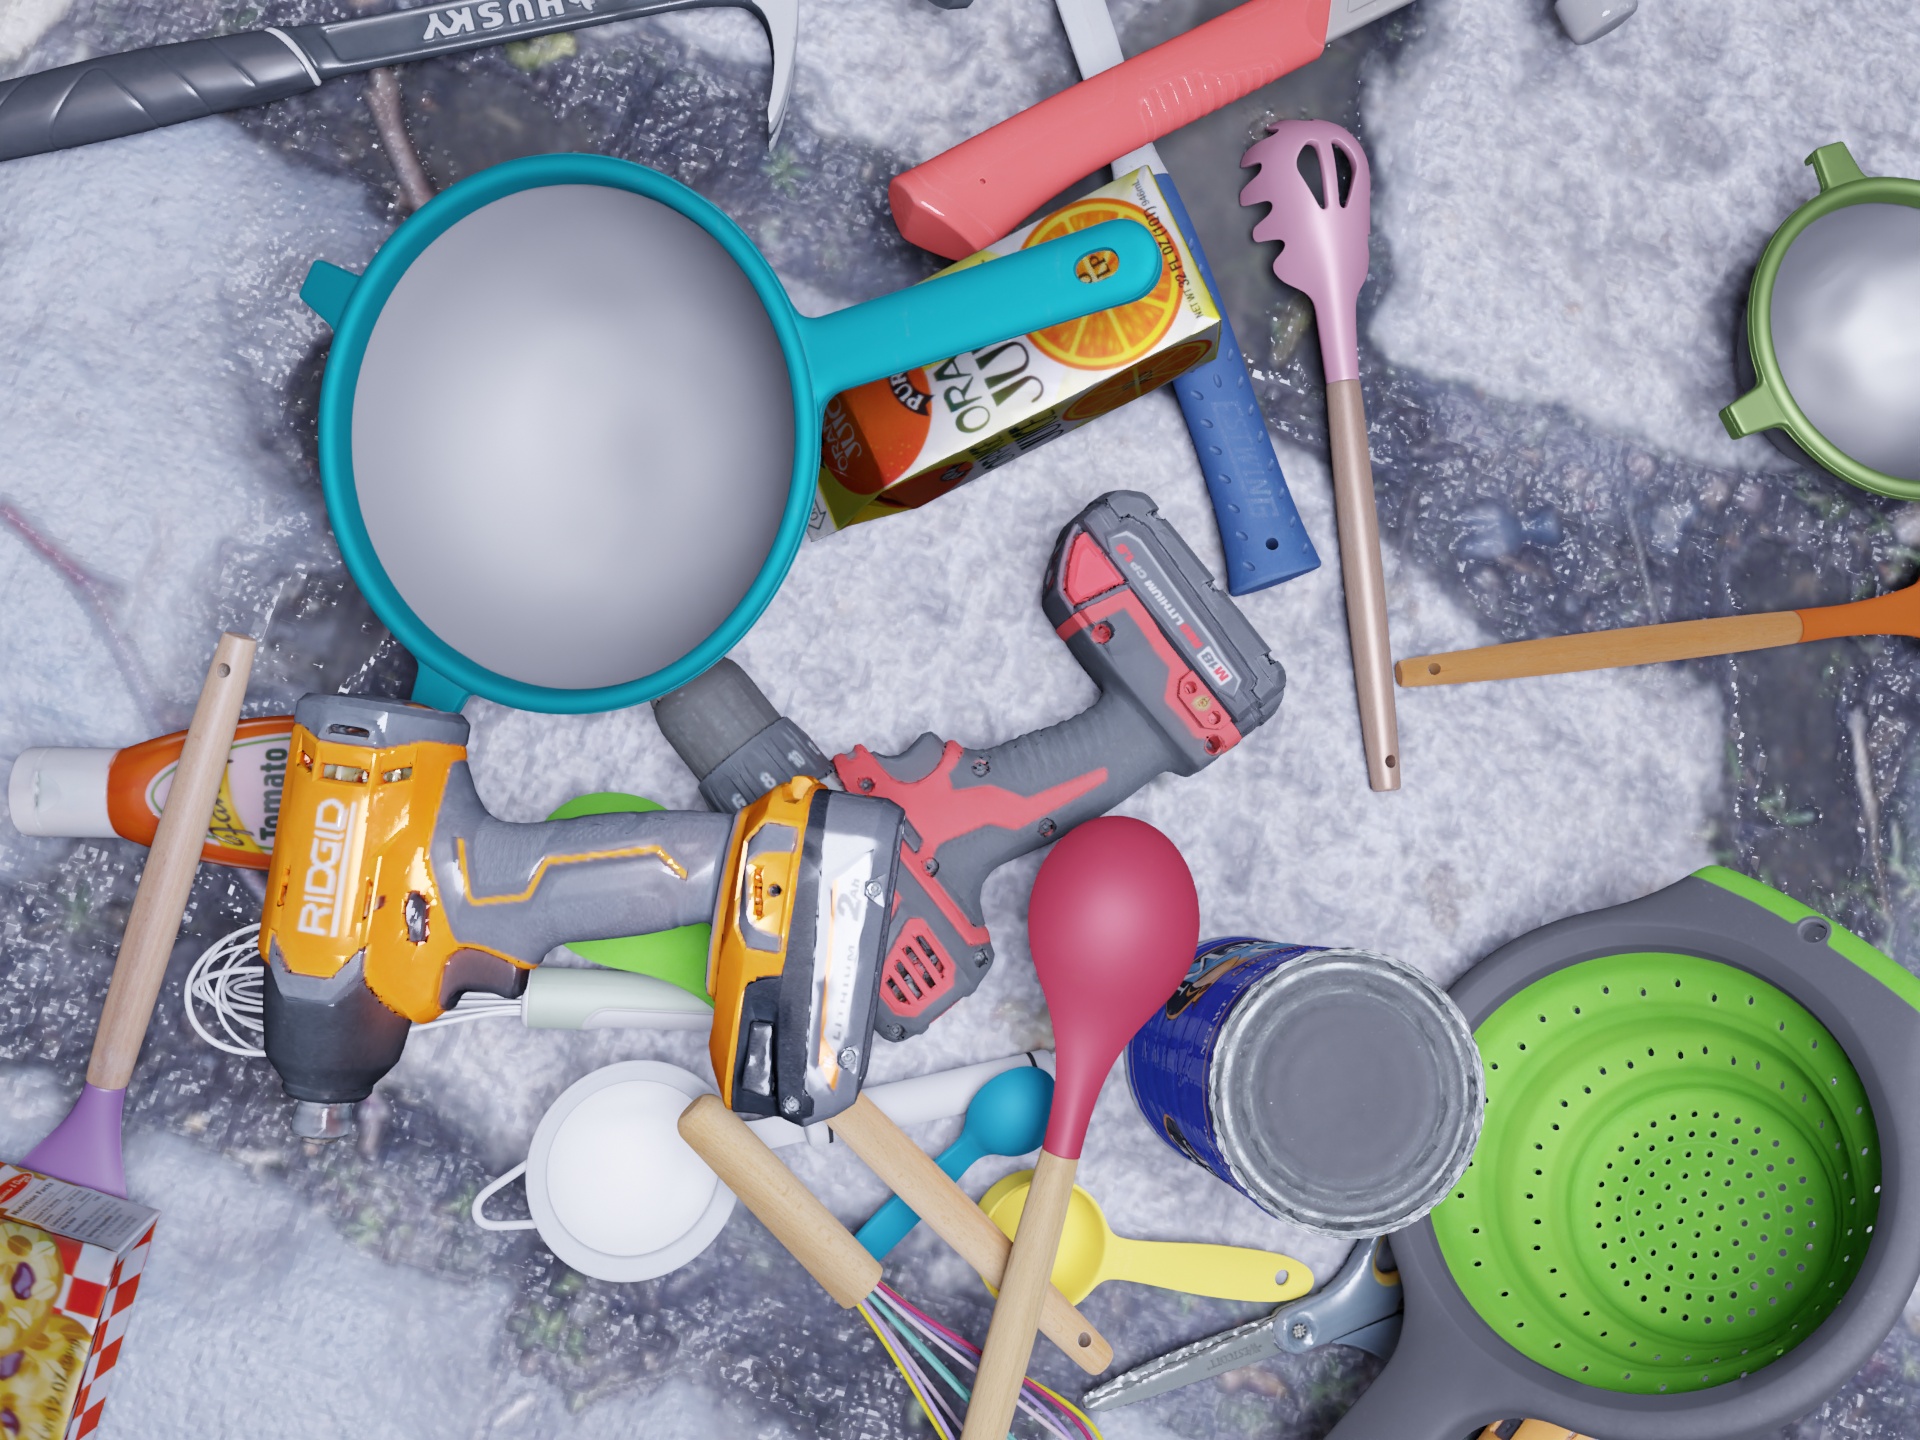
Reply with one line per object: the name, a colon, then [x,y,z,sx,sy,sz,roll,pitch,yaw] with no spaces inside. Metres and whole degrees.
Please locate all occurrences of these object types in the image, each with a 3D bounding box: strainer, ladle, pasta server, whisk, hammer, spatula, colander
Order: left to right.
spatula: [-0.327,0.116,0.619,0.060,0.018,0.316,19,94,-3]
hammer: [-0.267,-0.286,0.689,0.409,0.036,0.149,-15,87,-7]
whisk: [-0.184,0.113,0.649,0.246,0.057,0.059,4,53,-10]
strainer: [-0.082,-0.125,0.626,0.340,0.095,0.211,-14,91,15]
strainer: [-0.067,0.169,0.658,0.258,0.050,0.087,-9,89,-13]
whisk: [-0.022,0.238,0.635,0.047,0.051,0.245,-42,97,-2]
ladle: [0.030,0.191,0.611,0.069,0.031,0.315,15,88,-6]
hammer: [0.085,-0.256,0.723,0.144,0.035,0.405,-17,86,-8]
hammer: [0.125,-0.304,0.697,0.359,0.036,0.149,-30,89,-12]
pasta server: [0.175,-0.125,0.726,0.060,0.040,0.316,-6,88,-7]
colander: [0.228,0.247,0.636,0.397,0.205,0.094,-51,129,3]
spatula: [0.358,-0.039,0.738,0.322,0.041,0.081,-7,85,-3]
strainer: [0.466,-0.146,0.737,0.256,0.069,0.151,23,79,-4]

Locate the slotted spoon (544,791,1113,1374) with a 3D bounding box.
slotted spoon: [-0.054,0.144,0.636,0.314,0.031,0.070,44,67,3]

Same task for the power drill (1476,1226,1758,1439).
power drill: [0.331,0.343,0.666,0.226,0.084,0.185,41,80,4]

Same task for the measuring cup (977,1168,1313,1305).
measuring cup: [0.077,0.227,0.679,0.156,0.029,0.062,13,87,-17]

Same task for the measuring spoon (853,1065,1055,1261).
measuring spoon: [-0.006,0.196,0.658,0.128,0.021,0.042,-45,128,2]

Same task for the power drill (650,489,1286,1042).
power drill: [-0.001,-0.002,0.668,0.226,0.080,0.188,-38,89,-6]

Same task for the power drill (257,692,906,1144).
power drill: [-0.143,0.085,0.584,0.226,0.084,0.164,9,87,1]

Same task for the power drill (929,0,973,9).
power drill: [-0.022,-0.445,0.672,0.228,0.080,0.190,40,90,-2]
